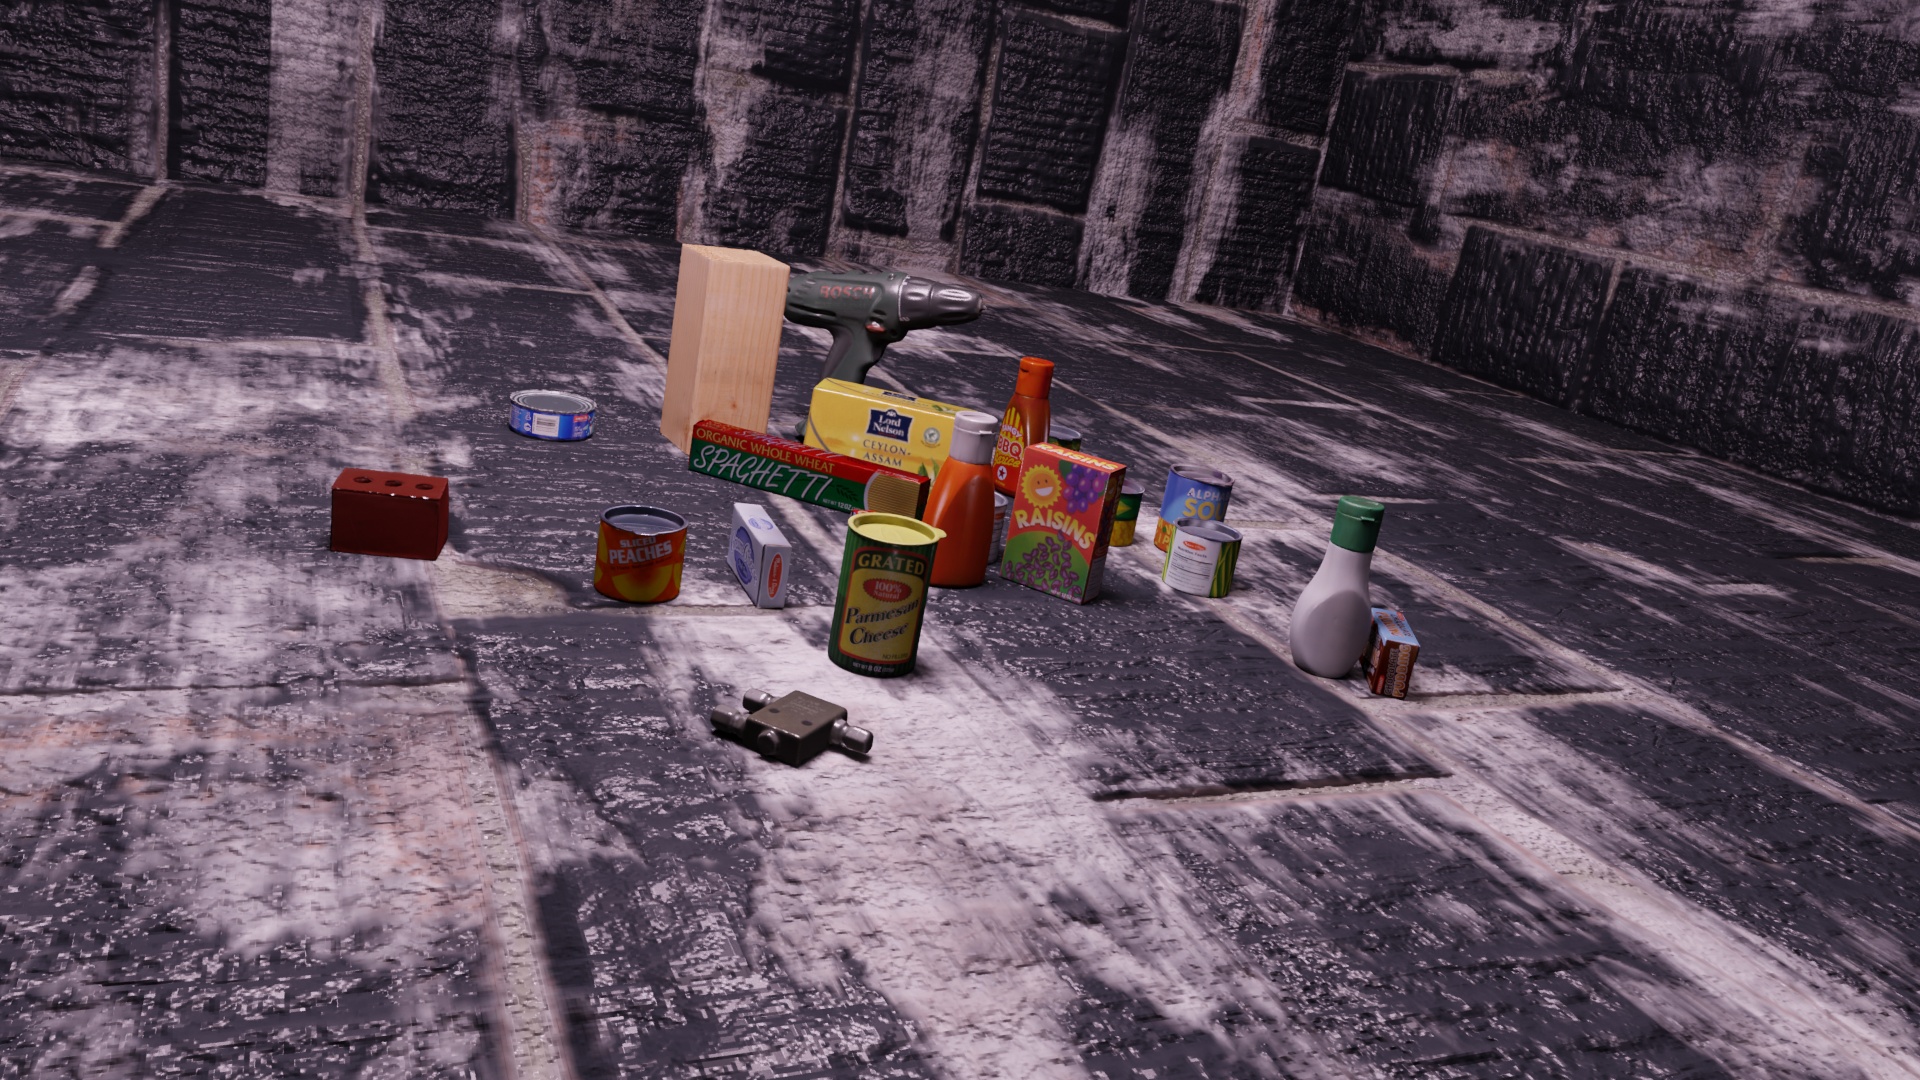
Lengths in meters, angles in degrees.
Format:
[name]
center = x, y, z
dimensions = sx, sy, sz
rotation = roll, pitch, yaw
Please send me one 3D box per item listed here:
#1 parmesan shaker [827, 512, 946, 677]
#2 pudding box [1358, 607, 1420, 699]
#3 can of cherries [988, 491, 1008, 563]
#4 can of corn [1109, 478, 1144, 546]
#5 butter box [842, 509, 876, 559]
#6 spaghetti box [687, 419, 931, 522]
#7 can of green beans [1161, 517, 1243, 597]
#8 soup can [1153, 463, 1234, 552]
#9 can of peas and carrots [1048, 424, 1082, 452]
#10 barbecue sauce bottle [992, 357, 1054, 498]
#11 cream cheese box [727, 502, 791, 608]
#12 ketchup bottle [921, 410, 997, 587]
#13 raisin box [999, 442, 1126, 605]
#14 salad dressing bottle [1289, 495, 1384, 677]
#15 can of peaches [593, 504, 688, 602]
[parmesan shaker]
center = -0.053, 0.039, 0.999
dimensions = 0.071, 0.102, 0.071
rotation = 10, 17, -3
[pudding box]
center = 0.357, 0.093, 1.158
dimensions = 0.030, 0.049, 0.084
rotation = 12, 17, 5
[can of cherries]
center = 0.005, -0.016, 1.283
dimensions = 0.071, 0.058, 0.072
rotation = 10, 17, -3
[can of corn]
center = 0.147, -0.032, 1.415
dimensions = 0.071, 0.058, 0.071
rotation = 10, 17, -3
[butter box]
center = -0.074, 0.015, 1.148
dimensions = 0.024, 0.053, 0.104
rotation = 5, 18, -17
[spaghetti box]
center = -0.152, -0.066, 1.364
dimensions = 0.250, 0.050, 0.029
rotation = 15, 17, 15
[can of green beans]
center = 0.228, 0.016, 1.313
dimensions = 0.071, 0.057, 0.071
rotation = 10, 17, -3
[soup can]
center = 0.239, -0.029, 1.416
dimensions = 0.071, 0.083, 0.071
rotation = 10, 17, -3
[can of peas and carrots]
center = 0.104, -0.099, 1.602
dimensions = 0.071, 0.058, 0.071
rotation = 10, 17, -3
[barbecue sauce bottle]
center = 0.071, -0.123, 1.508
dimensions = 0.044, 0.148, 0.065
rotation = -2, 21, -36
[cream cheese box]
center = -0.162, 0.011, 1.109
dimensions = 0.024, 0.053, 0.104
rotation = 3, 19, -24
[ketchup bottle]
center = 0.002, -0.035, 1.189
dimensions = 0.065, 0.148, 0.043
rotation = 0, 20, -31
[raisin box]
center = 0.090, -0.016, 1.223
dimensions = 0.086, 0.123, 0.040
rotation = 19, 19, 26
[salad dressing bottle]
center = 0.313, 0.038, 1.142
dimensions = 0.064, 0.147, 0.044
rotation = 8, 17, -7
[can of peaches]
center = -0.243, 0.011, 1.055
dimensions = 0.071, 0.058, 0.071
rotation = 10, 17, -3
